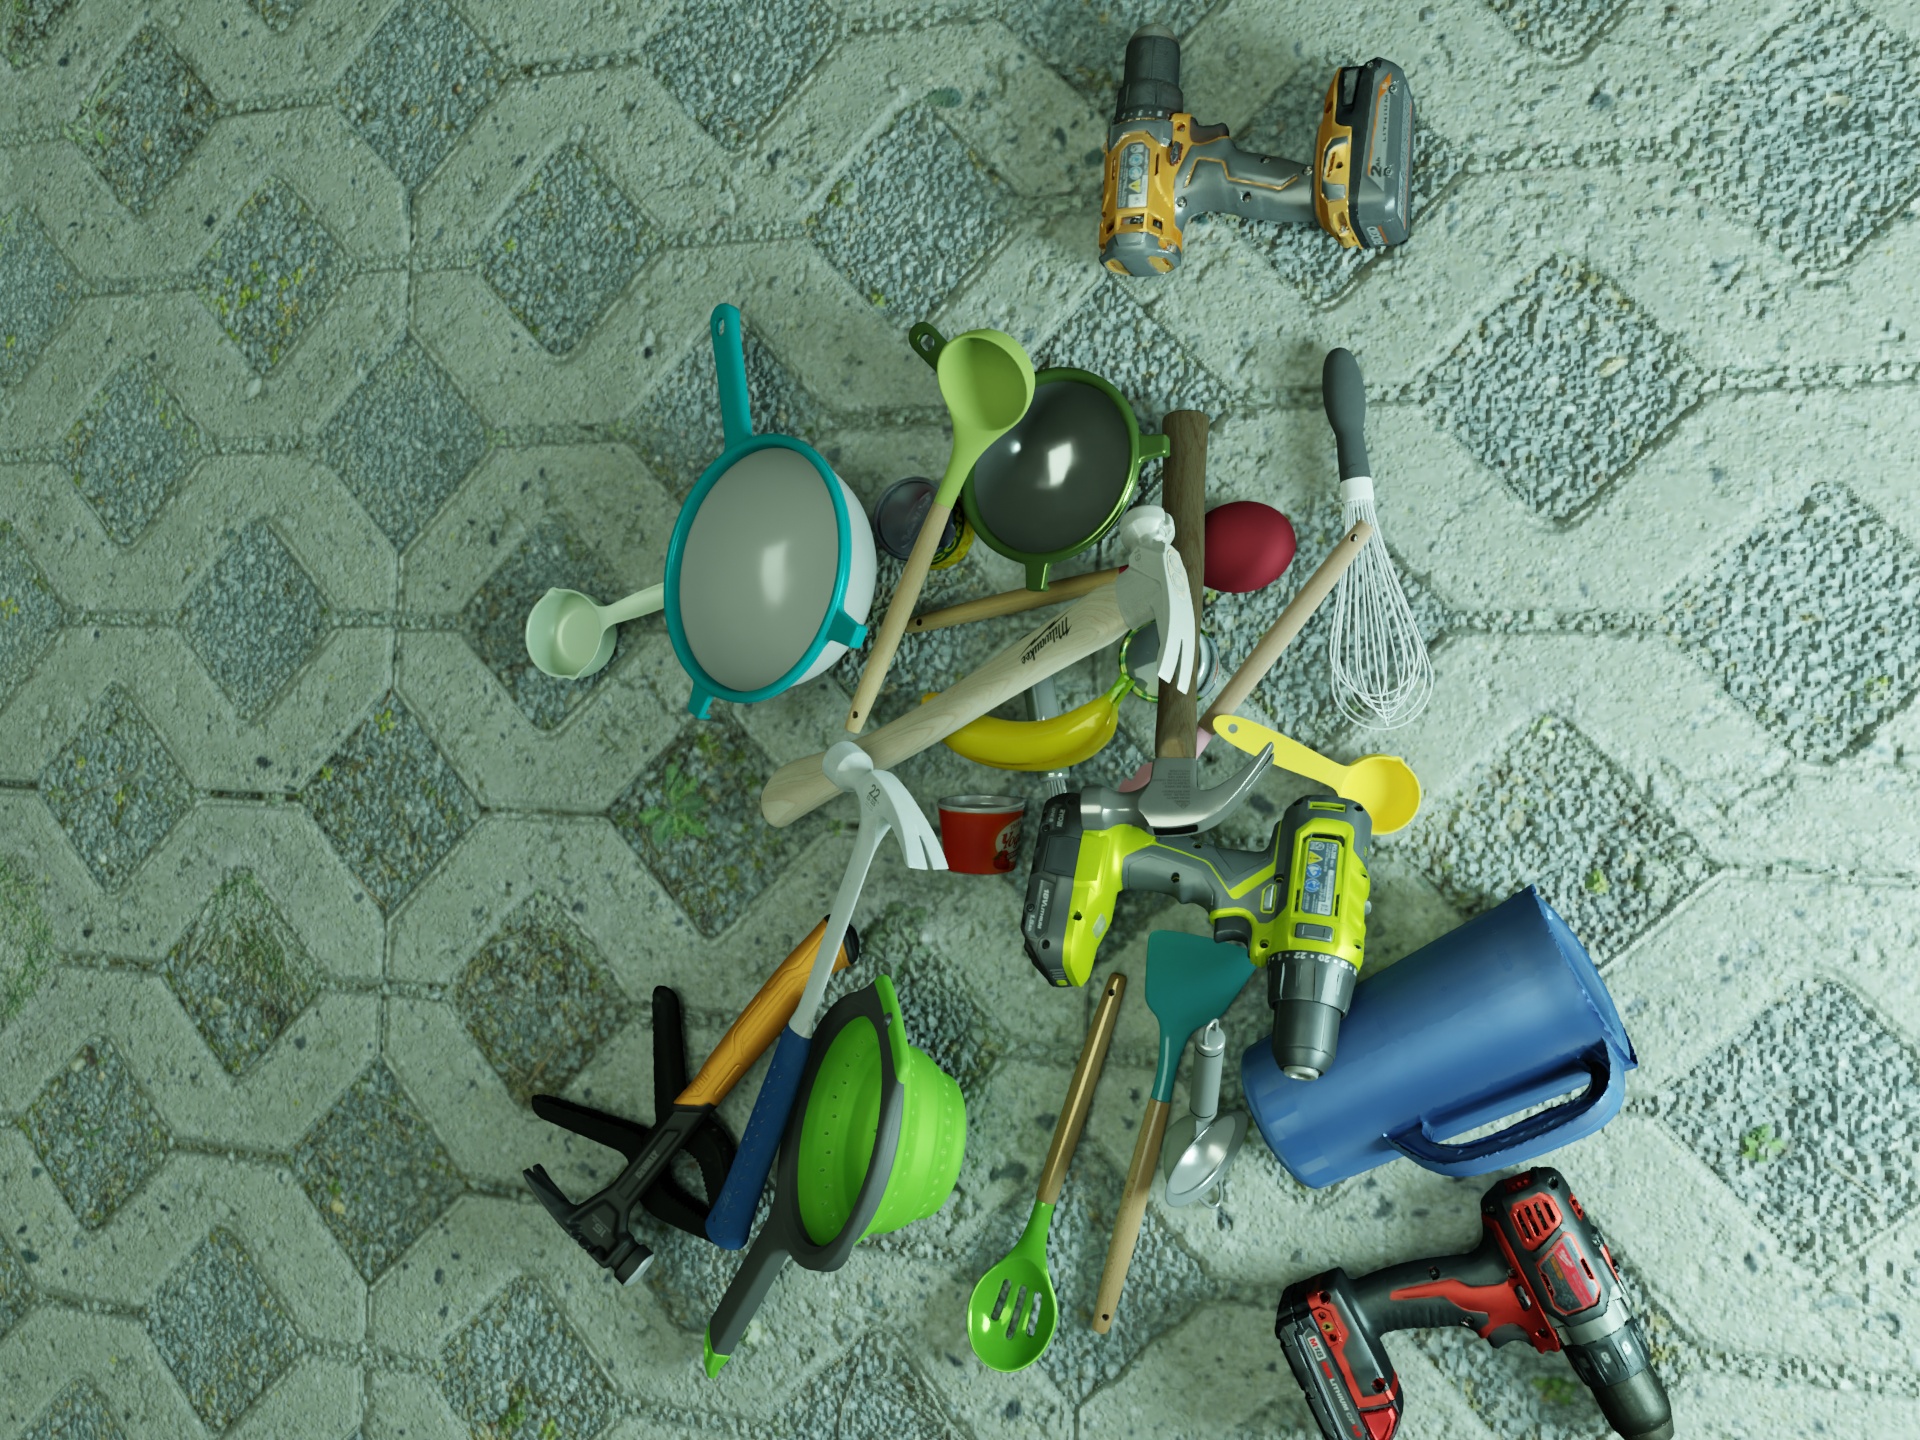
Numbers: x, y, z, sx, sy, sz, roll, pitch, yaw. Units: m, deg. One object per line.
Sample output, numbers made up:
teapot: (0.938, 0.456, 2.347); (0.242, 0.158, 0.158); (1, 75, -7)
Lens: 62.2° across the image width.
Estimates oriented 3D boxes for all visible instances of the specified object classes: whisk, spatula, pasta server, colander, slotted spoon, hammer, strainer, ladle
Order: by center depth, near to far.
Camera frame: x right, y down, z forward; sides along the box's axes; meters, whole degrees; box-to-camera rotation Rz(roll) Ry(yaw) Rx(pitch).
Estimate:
strainer: (0.166, 0.267, 1.094); (0.087, 0.258, 0.050); (-37, 57, -22)
hammer: (0.159, -0.077, 1.137); (0.130, 0.031, 0.331); (0, 67, 12)
whisk: (0.291, -0.134, 1.144); (0.070, 0.070, 0.285); (-8, 80, 19)
pasta server: (0.197, -0.015, 1.157); (0.060, 0.040, 0.316); (41, 108, 16)
spatula: (0.142, 0.309, 1.181); (0.082, 0.044, 0.317); (13, 94, -2)
hammer: (-0.002, -0.004, 1.183); (0.410, 0.038, 0.146); (-30, 47, 33)
ladle: (-0.028, -0.138, 1.193); (0.078, 0.062, 0.320); (25, 98, 18)
hammer: (-0.116, 0.227, 1.200); (0.144, 0.035, 0.405); (39, 114, 48)
slotted spoon: (0.075, 0.343, 1.214); (0.070, 0.031, 0.314); (18, 92, 19)
whisk: (0.073, 0.052, 1.217); (0.057, 0.059, 0.246); (-6, 79, -19)
ladle: (0.100, -0.107, 1.225); (0.315, 0.031, 0.069); (-12, 83, 21)
strainer: (0.049, -0.222, 1.234); (0.151, 0.069, 0.257); (-48, 61, 16)
colander: (-0.093, 0.380, 1.238); (0.094, 0.205, 0.397); (17, 117, -23)
strainer: (-0.145, -0.174, 1.282); (0.211, 0.095, 0.341); (-23, 69, 37)
hammer: (-0.205, 0.287, 1.284); (0.127, 0.034, 0.337); (40, 91, 11)

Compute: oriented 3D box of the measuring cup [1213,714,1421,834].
measuring cup: (0.254, 0.031, 1.144); (0.156, 0.029, 0.062); (25, 101, 5)

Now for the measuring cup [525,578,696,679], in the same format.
measuring cup: (-0.292, -0.087, 1.359); (0.167, 0.038, 0.083); (-19, 82, 16)

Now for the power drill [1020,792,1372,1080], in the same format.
power drill: (0.163, 0.140, 1.097); (0.228, 0.080, 0.191); (5, 65, 16)

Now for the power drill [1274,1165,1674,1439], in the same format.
power drill: (0.351, 0.431, 1.087); (0.226, 0.080, 0.188); (-28, 79, 13)

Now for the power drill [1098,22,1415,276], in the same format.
power drill: (0.214, -0.430, 1.172); (0.226, 0.084, 0.185); (2, 87, 24)
